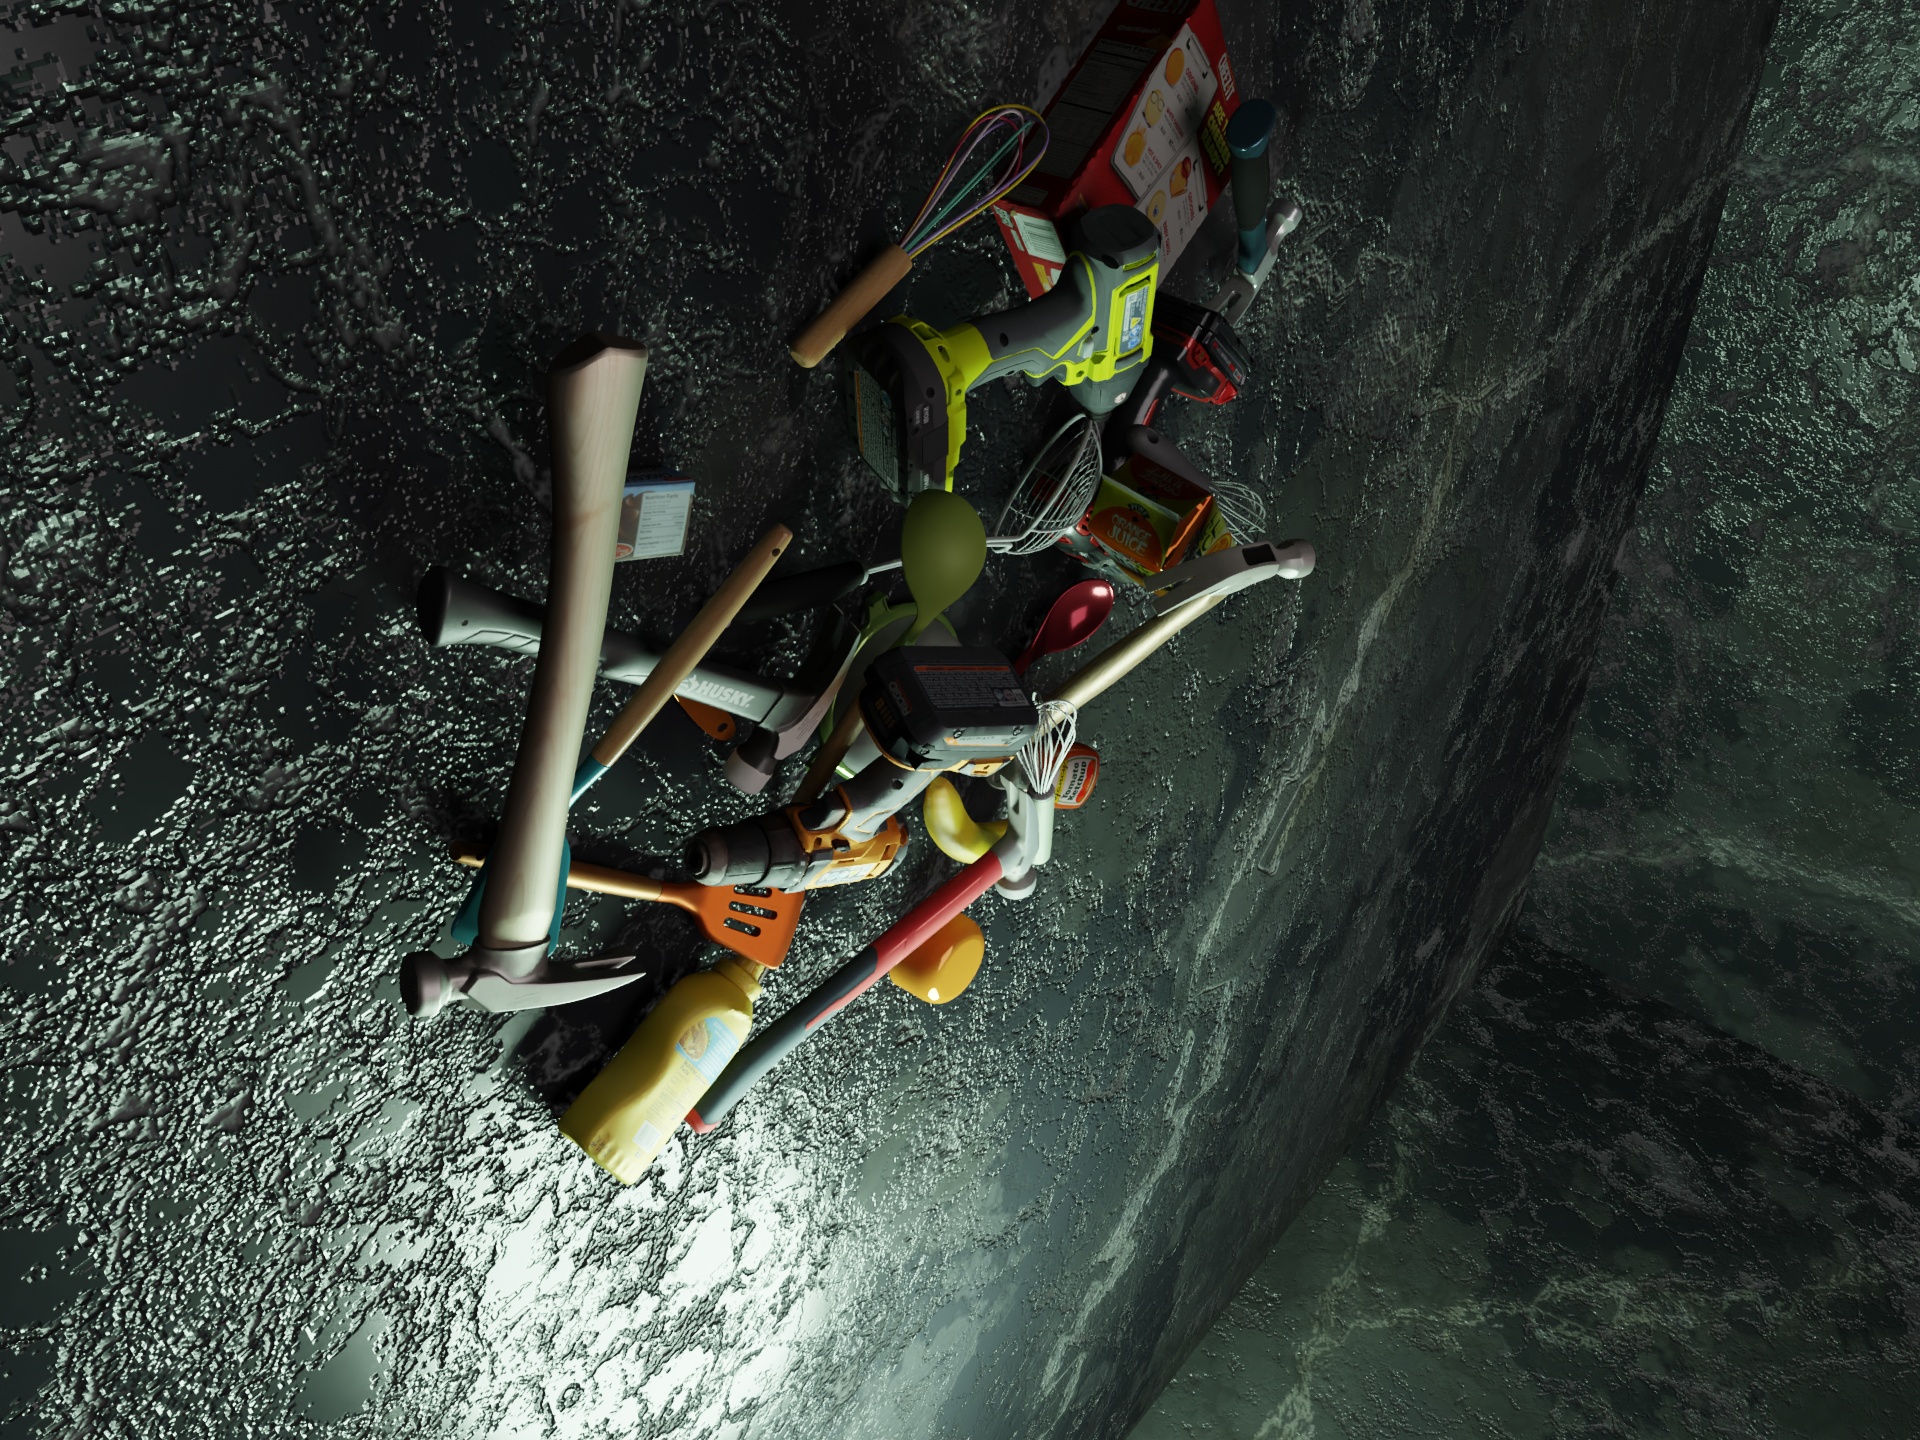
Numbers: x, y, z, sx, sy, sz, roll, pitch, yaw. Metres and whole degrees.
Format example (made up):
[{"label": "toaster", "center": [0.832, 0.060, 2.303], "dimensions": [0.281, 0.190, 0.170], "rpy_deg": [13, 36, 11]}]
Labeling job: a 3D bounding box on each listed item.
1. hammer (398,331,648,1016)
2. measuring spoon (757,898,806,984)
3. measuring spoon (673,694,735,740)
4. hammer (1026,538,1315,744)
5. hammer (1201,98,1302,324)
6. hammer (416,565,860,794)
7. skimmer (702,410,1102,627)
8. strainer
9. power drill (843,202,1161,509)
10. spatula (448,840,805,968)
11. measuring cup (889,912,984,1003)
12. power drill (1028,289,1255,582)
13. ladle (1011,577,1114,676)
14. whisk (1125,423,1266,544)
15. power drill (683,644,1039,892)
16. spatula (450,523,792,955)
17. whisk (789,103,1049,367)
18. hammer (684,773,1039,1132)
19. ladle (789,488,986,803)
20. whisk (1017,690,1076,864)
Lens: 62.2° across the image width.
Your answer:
[{"label": "hammer", "center": [-0.218, -0.012, 0.899], "dimensions": [0.146, 0.038, 0.410], "rpy_deg": [-2, 118, -36]}, {"label": "measuring spoon", "center": [-0.160, 0.193, 1.265], "dimensions": [0.124, 0.018, 0.034], "rpy_deg": [-60, 175, -18]}, {"label": "measuring spoon", "center": [-0.181, -0.015, 1.078], "dimensions": [0.021, 0.011, 0.116], "rpy_deg": [-43, 150, -5]}, {"label": "hammer", "center": [0.138, -0.057, 1.314], "dimensions": [0.130, 0.031, 0.331], "rpy_deg": [-9, 161, -38]}, {"label": "hammer", "center": [0.233, -0.410, 1.271], "dimensions": [0.128, 0.033, 0.331], "rpy_deg": [-61, 169, 3]}, {"label": "hammer", "center": [-0.194, -0.040, 0.988], "dimensions": [0.146, 0.035, 0.334], "rpy_deg": [-51, 147, 13]}, {"label": "skimmer", "center": [-0.037, -0.146, 1.154], "dimensions": [0.363, 0.090, 0.127], "rpy_deg": [-19, 171, -35]}, {"label": "strainer", "center": [-0.002, -0.004, 1.269], "dimensions": [0.256, 0.069, 0.151], "rpy_deg": [12, 102, -51]}, {"label": "power drill", "center": [0.036, -0.239, 1.094], "dimensions": [0.223, 0.080, 0.171], "rpy_deg": [-29, 150, -19]}, {"label": "spatula", "center": [-0.219, 0.114, 1.088], "dimensions": [0.322, 0.041, 0.081], "rpy_deg": [24, 81, -58]}, {"label": "measuring cup", "center": [0.007, 0.183, 1.466], "dimensions": [0.174, 0.052, 0.095], "rpy_deg": [-52, 147, -14]}, {"label": "power drill", "center": [0.159, -0.230, 1.359], "dimensions": [0.226, 0.080, 0.187], "rpy_deg": [-60, 149, 1]}, {"label": "ladle", "center": [0.025, -0.018, 1.366], "dimensions": [0.315, 0.031, 0.069], "rpy_deg": [-46, 142, -23]}, {"label": "whisk", "center": [0.199, -0.199, 1.333], "dimensions": [0.238, 0.055, 0.055], "rpy_deg": [23, 94, -54]}, {"label": "power drill", "center": [-0.074, 0.044, 1.109], "dimensions": [0.185, 0.084, 0.226], "rpy_deg": [-2, 145, -47]}, {"label": "spatula", "center": [-0.198, 0.011, 0.970], "dimensions": [0.317, 0.044, 0.082], "rpy_deg": [-50, 142, 10]}, {"label": "whisk", "center": [-0.029, -0.322, 1.047], "dimensions": [0.047, 0.051, 0.245], "rpy_deg": [47, 75, -21]}, {"label": "hammer", "center": [-0.079, 0.196, 1.317], "dimensions": [0.386, 0.038, 0.143], "rpy_deg": [-37, 146, -26]}, {"label": "ladle", "center": [-0.072, -0.029, 1.131], "dimensions": [0.320, 0.062, 0.078], "rpy_deg": [-56, 169, 34]}, {"label": "whisk", "center": [0.070, 0.057, 1.390], "dimensions": [0.059, 0.058, 0.246], "rpy_deg": [-19, 146, -13]}]
